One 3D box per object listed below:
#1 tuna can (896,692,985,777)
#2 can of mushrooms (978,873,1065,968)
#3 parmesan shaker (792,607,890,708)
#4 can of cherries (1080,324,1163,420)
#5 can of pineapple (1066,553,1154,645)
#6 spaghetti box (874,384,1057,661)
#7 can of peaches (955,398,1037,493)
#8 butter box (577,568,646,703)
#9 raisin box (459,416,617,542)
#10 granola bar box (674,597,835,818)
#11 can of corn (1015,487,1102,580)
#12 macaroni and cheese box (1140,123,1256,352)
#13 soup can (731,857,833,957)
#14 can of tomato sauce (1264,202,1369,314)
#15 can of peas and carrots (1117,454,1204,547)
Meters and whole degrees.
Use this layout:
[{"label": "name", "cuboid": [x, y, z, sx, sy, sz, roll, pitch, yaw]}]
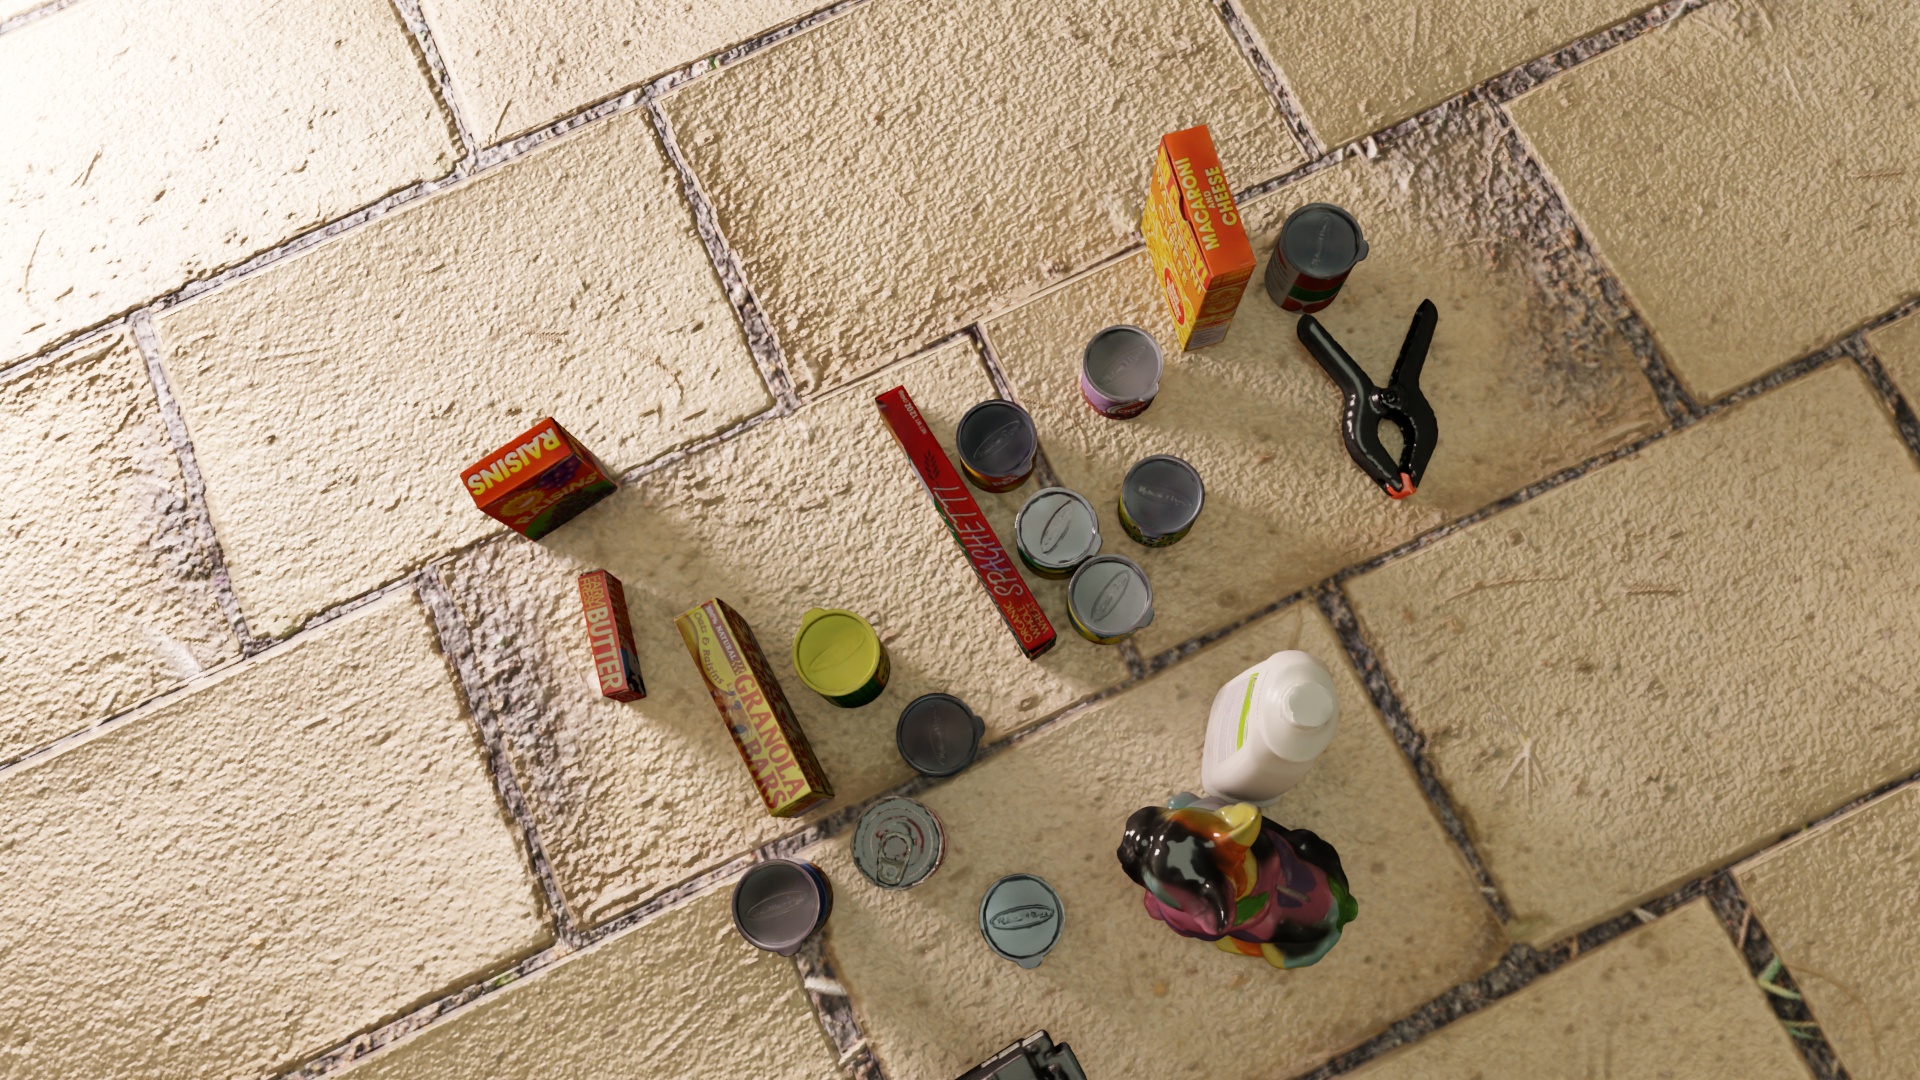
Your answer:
[{"label": "tuna can", "cuboid": [-0.015, 0.156, 1.111, 0.071, 0.032, 0.071, 0, 77, 2]}, {"label": "can of mushrooms", "cuboid": [0.048, 0.294, 1.077, 0.071, 0.033, 0.071, 0, 78, 2]}, {"label": "parmesan shaker", "cuboid": [-0.093, 0.092, 1.092, 0.071, 0.103, 0.071, 0, 78, 2]}, {"label": "can of cherries", "cuboid": [0.135, -0.137, 1.157, 0.071, 0.058, 0.071, 0, 78, 2]}, {"label": "can of pineapple", "cuboid": [0.120, 0.050, 1.116, 0.071, 0.057, 0.071, 0, 78, 2]}, {"label": "spaghetti box", "cuboid": [0.004, -0.014, 1.139, 0.029, 0.050, 0.250, -31, 78, -4]}, {"label": "can of peaches", "cuboid": [0.032, -0.075, 1.148, 0.071, 0.058, 0.071, 0, 78, 2]}, {"label": "butter box", "cuboid": [-0.283, 0.078, 1.128, 0.024, 0.053, 0.103, -16, 77, -1]}, {"label": "raisin box", "cuboid": [-0.338, -0.047, 1.122, 0.086, 0.123, 0.040, -32, 79, -5]}, {"label": "granola bar box", "cuboid": [-0.156, 0.132, 1.075, 0.039, 0.124, 0.166, -28, 78, -4]}, {"label": "can of corn", "cuboid": [0.080, -0.003, 1.130, 0.071, 0.058, 0.071, 0, 78, 2]}, {"label": "macaroni and cheese box", "cuboid": [0.188, -0.239, 1.123, 0.040, 0.166, 0.124, -16, 78, -1]}, {"label": "soup can", "cuboid": [-0.134, 0.279, 1.061, 0.071, 0.083, 0.071, 0, 78, 2]}, {"label": "can of tomato sauce", "cuboid": [0.296, -0.234, 1.160, 0.071, 0.083, 0.071, 0, 78, 2]}, {"label": "can of peas and carrots", "cuboid": [0.162, -0.029, 1.132, 0.071, 0.058, 0.071, 0, 78, 2]}]
